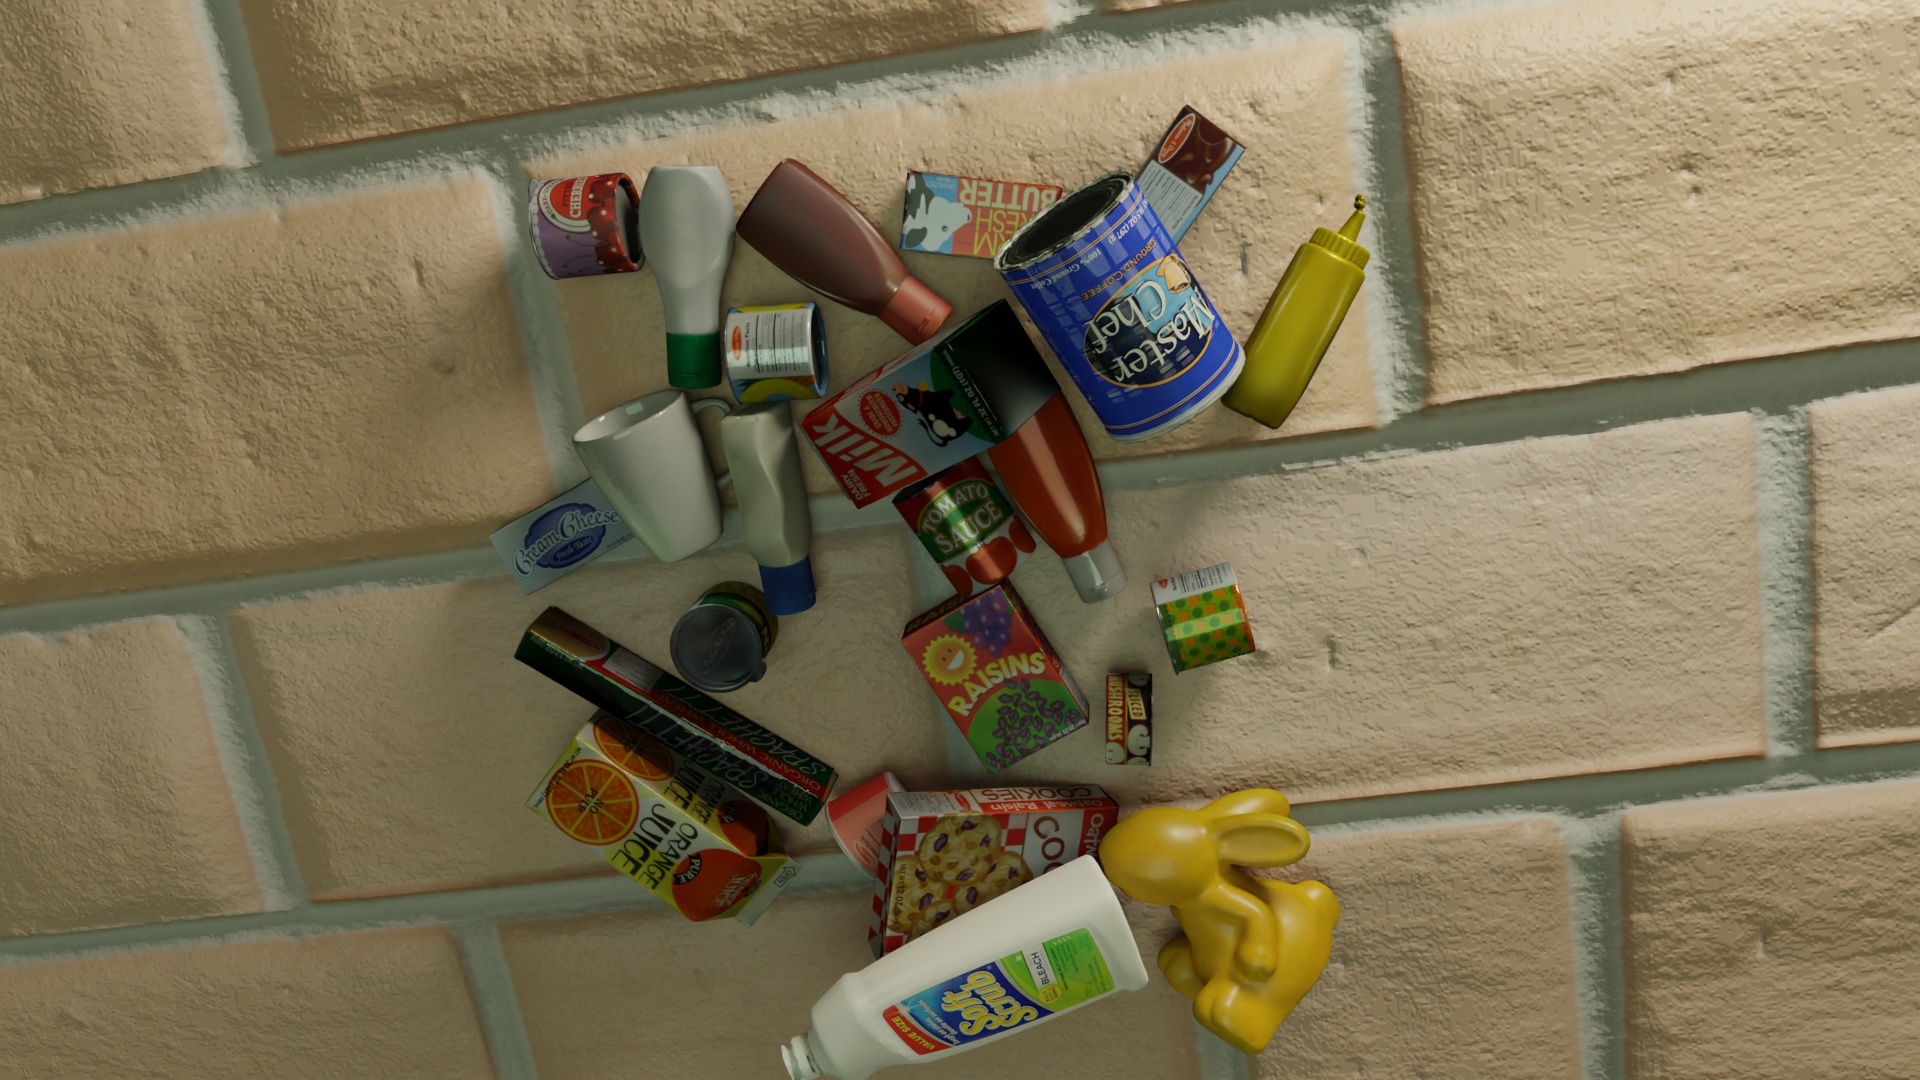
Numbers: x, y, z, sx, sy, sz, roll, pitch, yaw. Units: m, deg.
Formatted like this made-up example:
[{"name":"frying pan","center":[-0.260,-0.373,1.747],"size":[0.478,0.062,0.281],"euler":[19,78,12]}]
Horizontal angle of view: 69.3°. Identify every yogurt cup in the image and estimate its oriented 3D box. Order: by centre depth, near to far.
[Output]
[{"name":"yogurt cup","center":[-0.060,0.207,1.025],"size":[0.054,0.072,0.072],"euler":[-36,100,5]}]

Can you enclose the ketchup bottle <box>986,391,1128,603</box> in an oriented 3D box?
[{"name":"ketchup bottle","center":[0.070,-0.028,0.960],"size":[0.064,0.044,0.148],"euler":[-23,102,12]}]

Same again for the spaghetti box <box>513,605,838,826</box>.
[{"name":"spaghetti box","center":[-0.206,0.129,1.022],"size":[0.250,0.050,0.028],"euler":[31,108,-4]}]

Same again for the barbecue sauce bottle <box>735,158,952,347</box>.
[{"name":"barbecue sauce bottle","center":[-0.074,-0.186,0.929],"size":[0.148,0.044,0.064],"euler":[37,106,-6]}]

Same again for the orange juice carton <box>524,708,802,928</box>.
[{"name":"orange juice carton","center":[-0.215,0.212,1.033],"size":[0.192,0.073,0.071],"euler":[37,105,-6]}]

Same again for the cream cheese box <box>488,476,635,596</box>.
[{"name":"cream cheese box","center":[-0.283,-0.007,1.004],"size":[0.103,0.024,0.053],"euler":[-28,100,11]}]

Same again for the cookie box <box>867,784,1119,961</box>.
[{"name":"cookie box","center":[0.025,0.243,1.009],"size":[0.168,0.040,0.122],"euler":[2,107,-20]}]

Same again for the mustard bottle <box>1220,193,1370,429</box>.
[{"name":"mustard bottle","center":[0.226,-0.151,0.905],"size":[0.049,0.065,0.160],"euler":[28,102,1]}]

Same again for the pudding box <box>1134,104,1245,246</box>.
[{"name":"pudding box","center":[0.141,-0.234,0.906],"size":[0.049,0.030,0.083],"euler":[34,105,-4]}]

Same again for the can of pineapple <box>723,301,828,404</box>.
[{"name":"can of pineapple","center":[-0.123,-0.126,0.939],"size":[0.058,0.071,0.070],"euler":[-3,105,5]}]

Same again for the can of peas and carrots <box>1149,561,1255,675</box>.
[{"name":"can of peas and carrots","center":[0.168,0.055,0.964],"size":[0.059,0.071,0.070],"euler":[-16,103,8]}]

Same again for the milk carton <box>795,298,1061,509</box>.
[{"name":"milk carton","center":[-0.034,-0.081,0.917],"size":[0.190,0.074,0.072],"euler":[-21,106,43]}]

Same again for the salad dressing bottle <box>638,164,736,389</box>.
[{"name":"salad dressing bottle","center":[-0.183,-0.178,0.941],"size":[0.064,0.044,0.147],"euler":[2,106,2]}]

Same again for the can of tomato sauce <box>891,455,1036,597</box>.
[{"name":"can of tomato sauce","center":[0.003,-0.012,0.956],"size":[0.071,0.071,0.083],"euler":[-33,101,12]}]

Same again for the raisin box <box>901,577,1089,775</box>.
[{"name":"raisin box","center":[0.026,0.095,1.000],"size":[0.086,0.040,0.123],"euler":[-31,102,12]}]

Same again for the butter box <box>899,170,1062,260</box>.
[{"name":"butter box","center":[0.014,-0.214,0.924],"size":[0.103,0.024,0.053],"euler":[7,106,3]}]

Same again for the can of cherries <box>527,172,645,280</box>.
[{"name":"can of cherries","center":[-0.247,-0.210,0.922],"size":[0.058,0.072,0.071],"euler":[-4,105,6]}]

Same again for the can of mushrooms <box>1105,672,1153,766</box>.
[{"name":"can of mushrooms","center":[0.119,0.126,0.984],"size":[0.033,0.071,0.070],"euler":[1,105,6]}]

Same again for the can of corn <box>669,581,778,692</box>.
[{"name":"can of corn","center":[-0.166,0.070,0.998],"size":[0.071,0.058,0.071],"euler":[1,105,4]}]

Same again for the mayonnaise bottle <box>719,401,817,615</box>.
[{"name":"mayonnaise bottle","center":[-0.131,-0.022,0.970],"size":[0.041,0.065,0.147],"euler":[-2,109,17]}]
